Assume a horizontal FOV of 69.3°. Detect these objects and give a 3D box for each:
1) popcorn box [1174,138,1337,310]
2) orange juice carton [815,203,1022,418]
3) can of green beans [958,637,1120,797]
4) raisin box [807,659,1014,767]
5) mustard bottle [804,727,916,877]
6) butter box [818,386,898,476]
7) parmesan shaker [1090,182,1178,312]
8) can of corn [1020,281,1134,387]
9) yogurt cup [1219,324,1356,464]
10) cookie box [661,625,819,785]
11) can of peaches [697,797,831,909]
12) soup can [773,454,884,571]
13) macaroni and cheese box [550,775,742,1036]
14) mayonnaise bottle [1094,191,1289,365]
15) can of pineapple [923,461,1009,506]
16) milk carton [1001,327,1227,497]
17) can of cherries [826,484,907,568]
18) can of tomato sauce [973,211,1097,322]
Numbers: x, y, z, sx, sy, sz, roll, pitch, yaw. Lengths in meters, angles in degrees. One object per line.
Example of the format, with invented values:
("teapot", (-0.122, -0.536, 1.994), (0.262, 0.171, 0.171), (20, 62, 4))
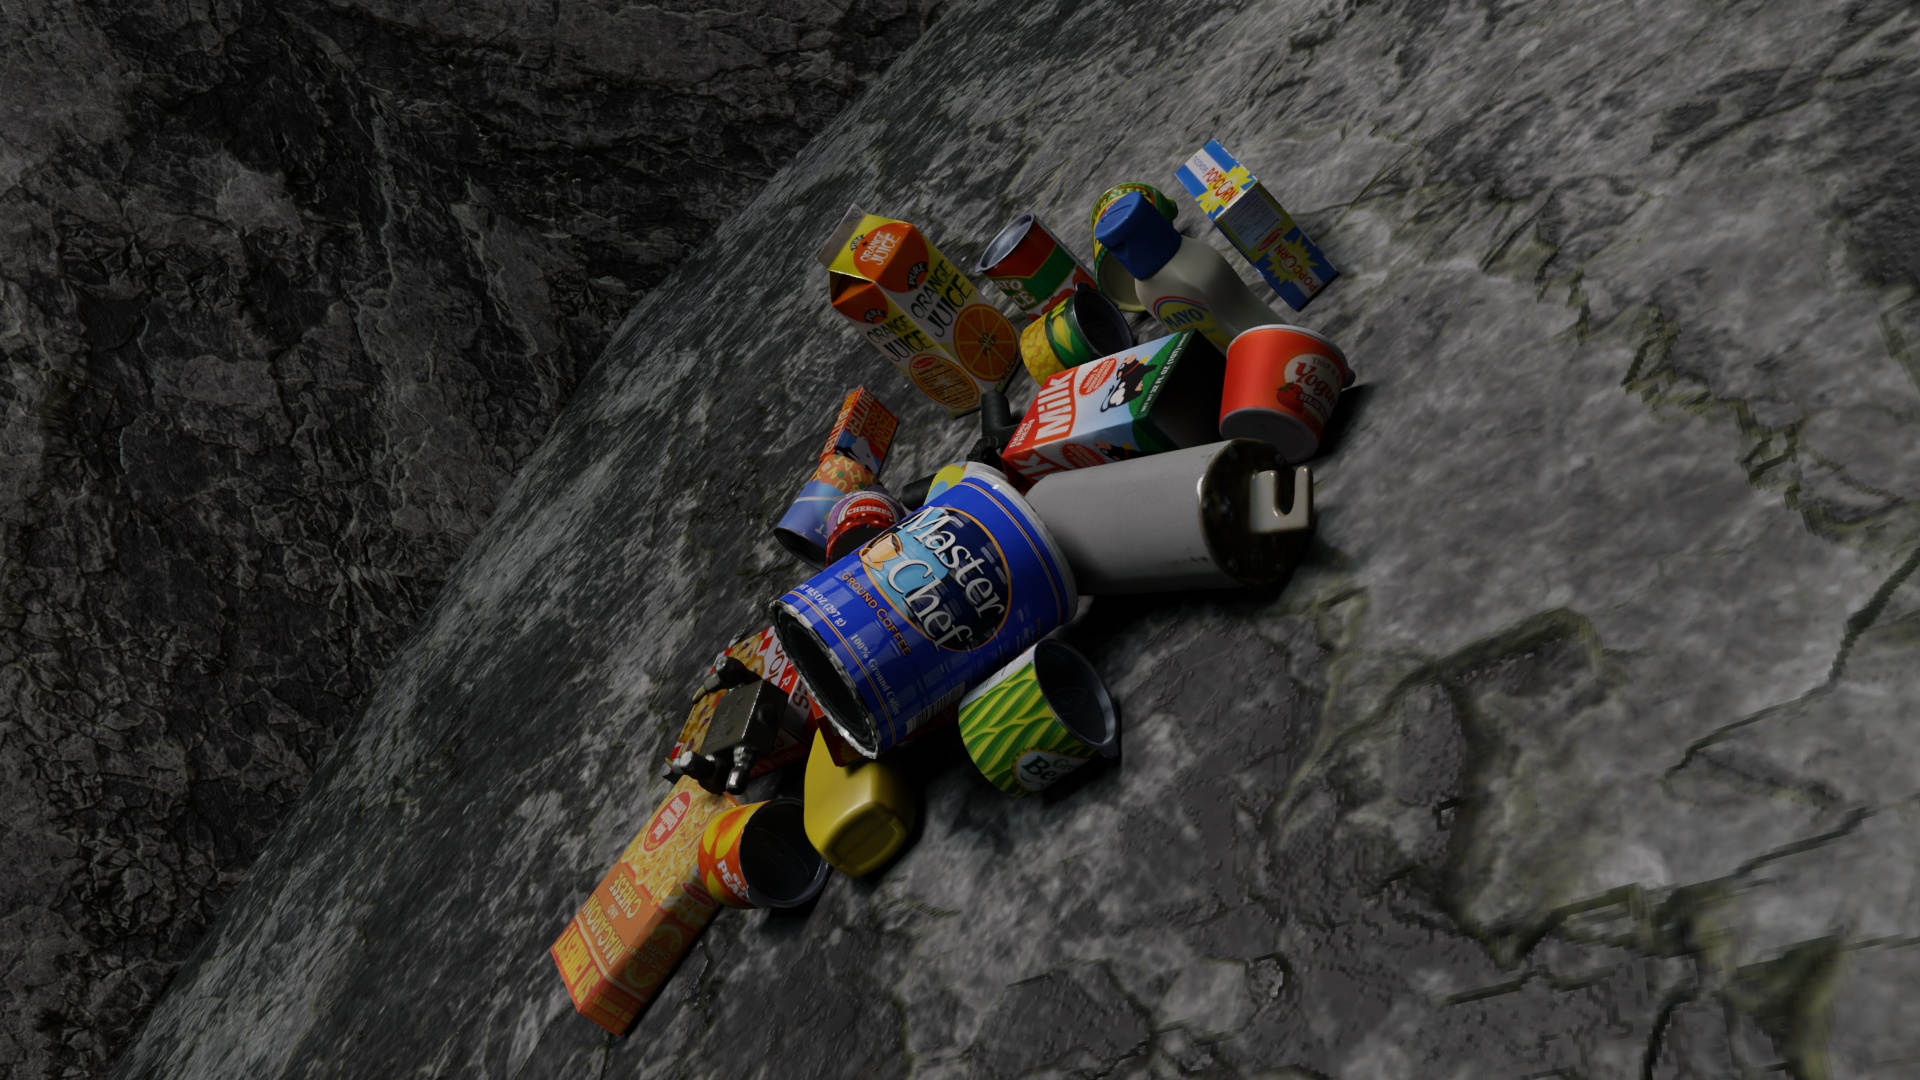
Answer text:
("popcorn box", (0.194, -0.212, 0.921), (0.038, 0.085, 0.127), (-41, 23, 17))
("orange juice carton", (-0.038, -0.198, 1.188), (0.073, 0.192, 0.072), (-14, 39, 54))
("can of green beans", (0.041, 0.094, 0.733), (0.057, 0.071, 0.071), (-38, 24, 27))
("raisin box", (-0.032, 0.084, 0.856), (0.123, 0.040, 0.086), (-21, 23, -7))
("mustard bottle", (-0.066, 0.144, 0.876), (0.065, 0.048, 0.161), (-41, 22, 10))
("butter box", (-0.095, -0.095, 1.311), (0.024, 0.053, 0.104), (-30, 29, 36))
("parmesan shaker", (0.138, -0.230, 1.082), (0.071, 0.071, 0.103), (-38, 25, 25))
("can of corn", (0.086, -0.149, 1.039), (0.058, 0.071, 0.071), (-32, 28, 38))
("yogurt cup", (0.176, -0.078, 0.769), (0.072, 0.072, 0.054), (-18, 45, 52))
("cookie box", (-0.152, 0.124, 1.079), (0.167, 0.040, 0.123), (-27, 33, 43))
("can of peaches", (-0.124, 0.199, 0.870), (0.058, 0.071, 0.071), (-21, 35, 50))
("soup can", (-0.110, -0.022, 1.209), (0.084, 0.071, 0.071), (-57, 23, -20))
("macaroni and cheese box", (-0.214, 0.251, 0.989), (0.167, 0.040, 0.123), (-53, 23, -12))
("mayonnaise bottle", (0.141, -0.143, 0.823), (0.064, 0.148, 0.041), (-9, 45, 58))
("can of pineapple", (0.003, -0.012, 0.977), (0.070, 0.071, 0.058), (-31, 28, 38))
("milk carton", (0.095, -0.067, 0.884), (0.190, 0.073, 0.072), (-10, 45, 58))
("can of cherries", (-0.073, 0.000, 1.095), (0.071, 0.071, 0.058), (-42, 23, 17))
("can of tomato sauce", (0.066, -0.226, 1.186), (0.071, 0.083, 0.071), (-40, 24, 22))
